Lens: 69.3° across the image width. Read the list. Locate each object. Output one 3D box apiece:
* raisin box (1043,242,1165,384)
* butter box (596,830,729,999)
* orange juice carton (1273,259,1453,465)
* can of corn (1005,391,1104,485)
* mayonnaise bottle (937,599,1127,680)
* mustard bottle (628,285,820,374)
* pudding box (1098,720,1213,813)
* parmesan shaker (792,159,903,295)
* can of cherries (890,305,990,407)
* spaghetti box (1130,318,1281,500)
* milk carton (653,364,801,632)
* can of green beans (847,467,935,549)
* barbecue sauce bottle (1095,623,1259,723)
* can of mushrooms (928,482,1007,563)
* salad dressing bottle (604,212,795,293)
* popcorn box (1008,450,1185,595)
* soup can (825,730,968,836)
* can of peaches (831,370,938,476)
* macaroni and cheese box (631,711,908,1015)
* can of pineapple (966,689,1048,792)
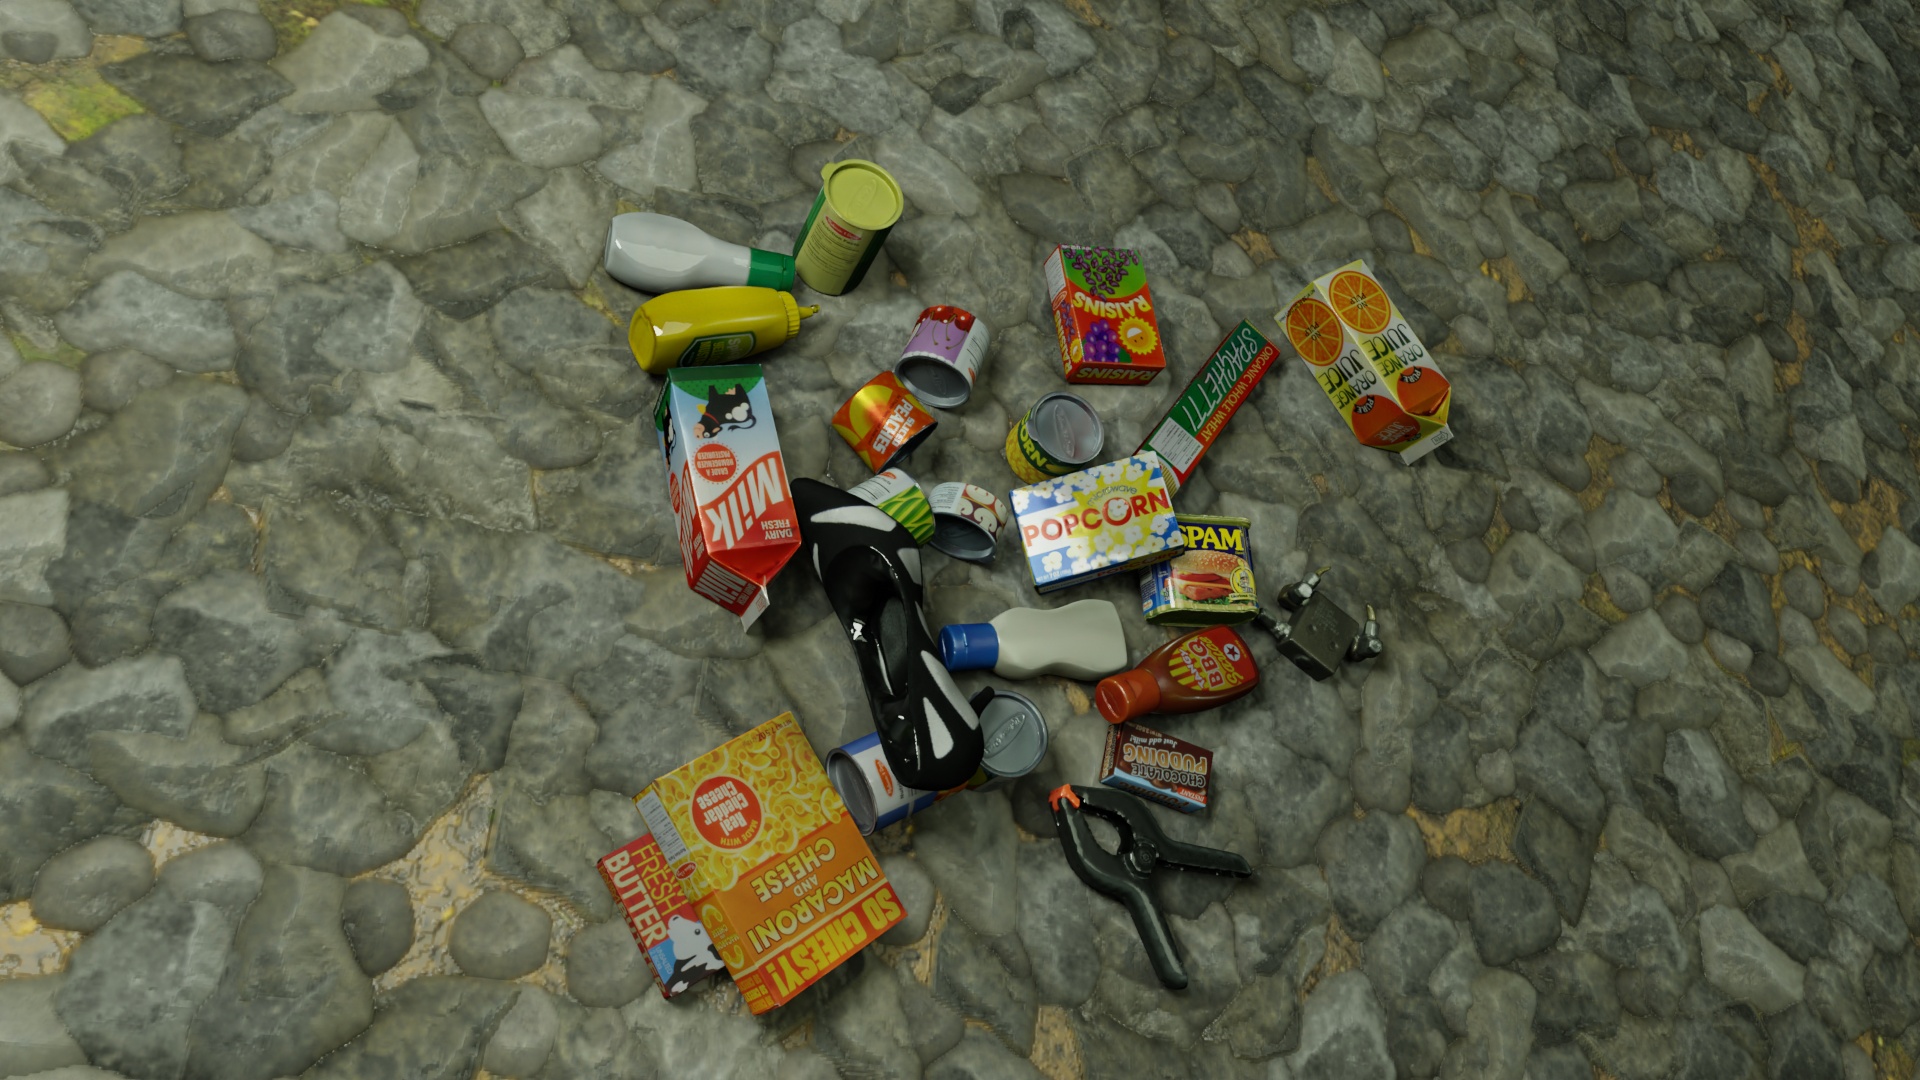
[{"bbox_3d":[0.129,-0.203,1.253,0.086,0.040,0.124,0,67,-23],"label":"raisin box"},{"bbox_3d":[-0.197,0.248,0.931,0.053,0.024,0.103,-25,80,-30],"label":"butter box"},{"bbox_3d":[0.394,-0.164,1.328,0.073,0.071,0.193,-27,80,-29],"label":"orange juice carton"},{"bbox_3d":[0.076,-0.083,1.168,0.071,0.058,0.071,9,66,-19],"label":"can of corn"},{"bbox_3d":[0.057,0.081,1.100,0.148,0.041,0.065,-1,66,-22],"label":"mayonnaise bottle"},{"bbox_3d":[-0.179,-0.172,1.099,0.161,0.065,0.049,-16,71,-31],"label":"mustard bottle"},{"bbox_3d":[0.156,0.180,1.104,0.084,0.030,0.050,22,62,-12],"label":"pudding box"},{"bbox_3d":[-0.097,-0.258,1.146,0.071,0.102,0.071,9,66,-20],"label":"parmesan shaker"},{"bbox_3d":[-0.017,-0.154,1.157,0.071,0.071,0.058,27,61,-10],"label":"can of cherries"},{"bbox_3d":[0.212,-0.108,1.252,0.050,0.028,0.251,41,59,-2],"label":"spaghetti box"},{"bbox_3d":[-0.171,-0.031,1.034,0.073,0.072,0.191,-7,71,-25],"label":"milk carton"},{"bbox_3d":[-0.062,-0.015,1.077,0.058,0.071,0.071,-30,82,-29],"label":"can of green beans"},{"bbox_3d":[0.173,0.112,1.117,0.149,0.043,0.065,-13,65,-38],"label":"barbecue sauce bottle"},{"bbox_3d":[0.004,-0.014,1.105,0.071,0.070,0.033,27,60,-10],"label":"can of mushrooms"},{"bbox_3d":[-0.209,-0.225,1.120,0.148,0.043,0.064,7,64,-21],"label":"salad dressing bottle"},{"bbox_3d":[0.111,-0.014,1.133,0.127,0.038,0.085,-15,72,3],"label":"popcorn box"},{"bbox_3d":[-0.047,0.167,1.005,0.084,0.071,0.071,-19,77,-33],"label":"soup can"},{"bbox_3d":[-0.061,-0.094,1.109,0.071,0.071,0.058,-39,86,-31],"label":"can of peaches"},{"bbox_3d":[-0.128,0.217,0.950,0.124,0.040,0.166,-24,79,-43],"label":"macaroni and cheese box"},{"bbox_3d":[0.024,0.150,1.046,0.071,0.057,0.071,9,65,-19],"label":"can of pineapple"}]
